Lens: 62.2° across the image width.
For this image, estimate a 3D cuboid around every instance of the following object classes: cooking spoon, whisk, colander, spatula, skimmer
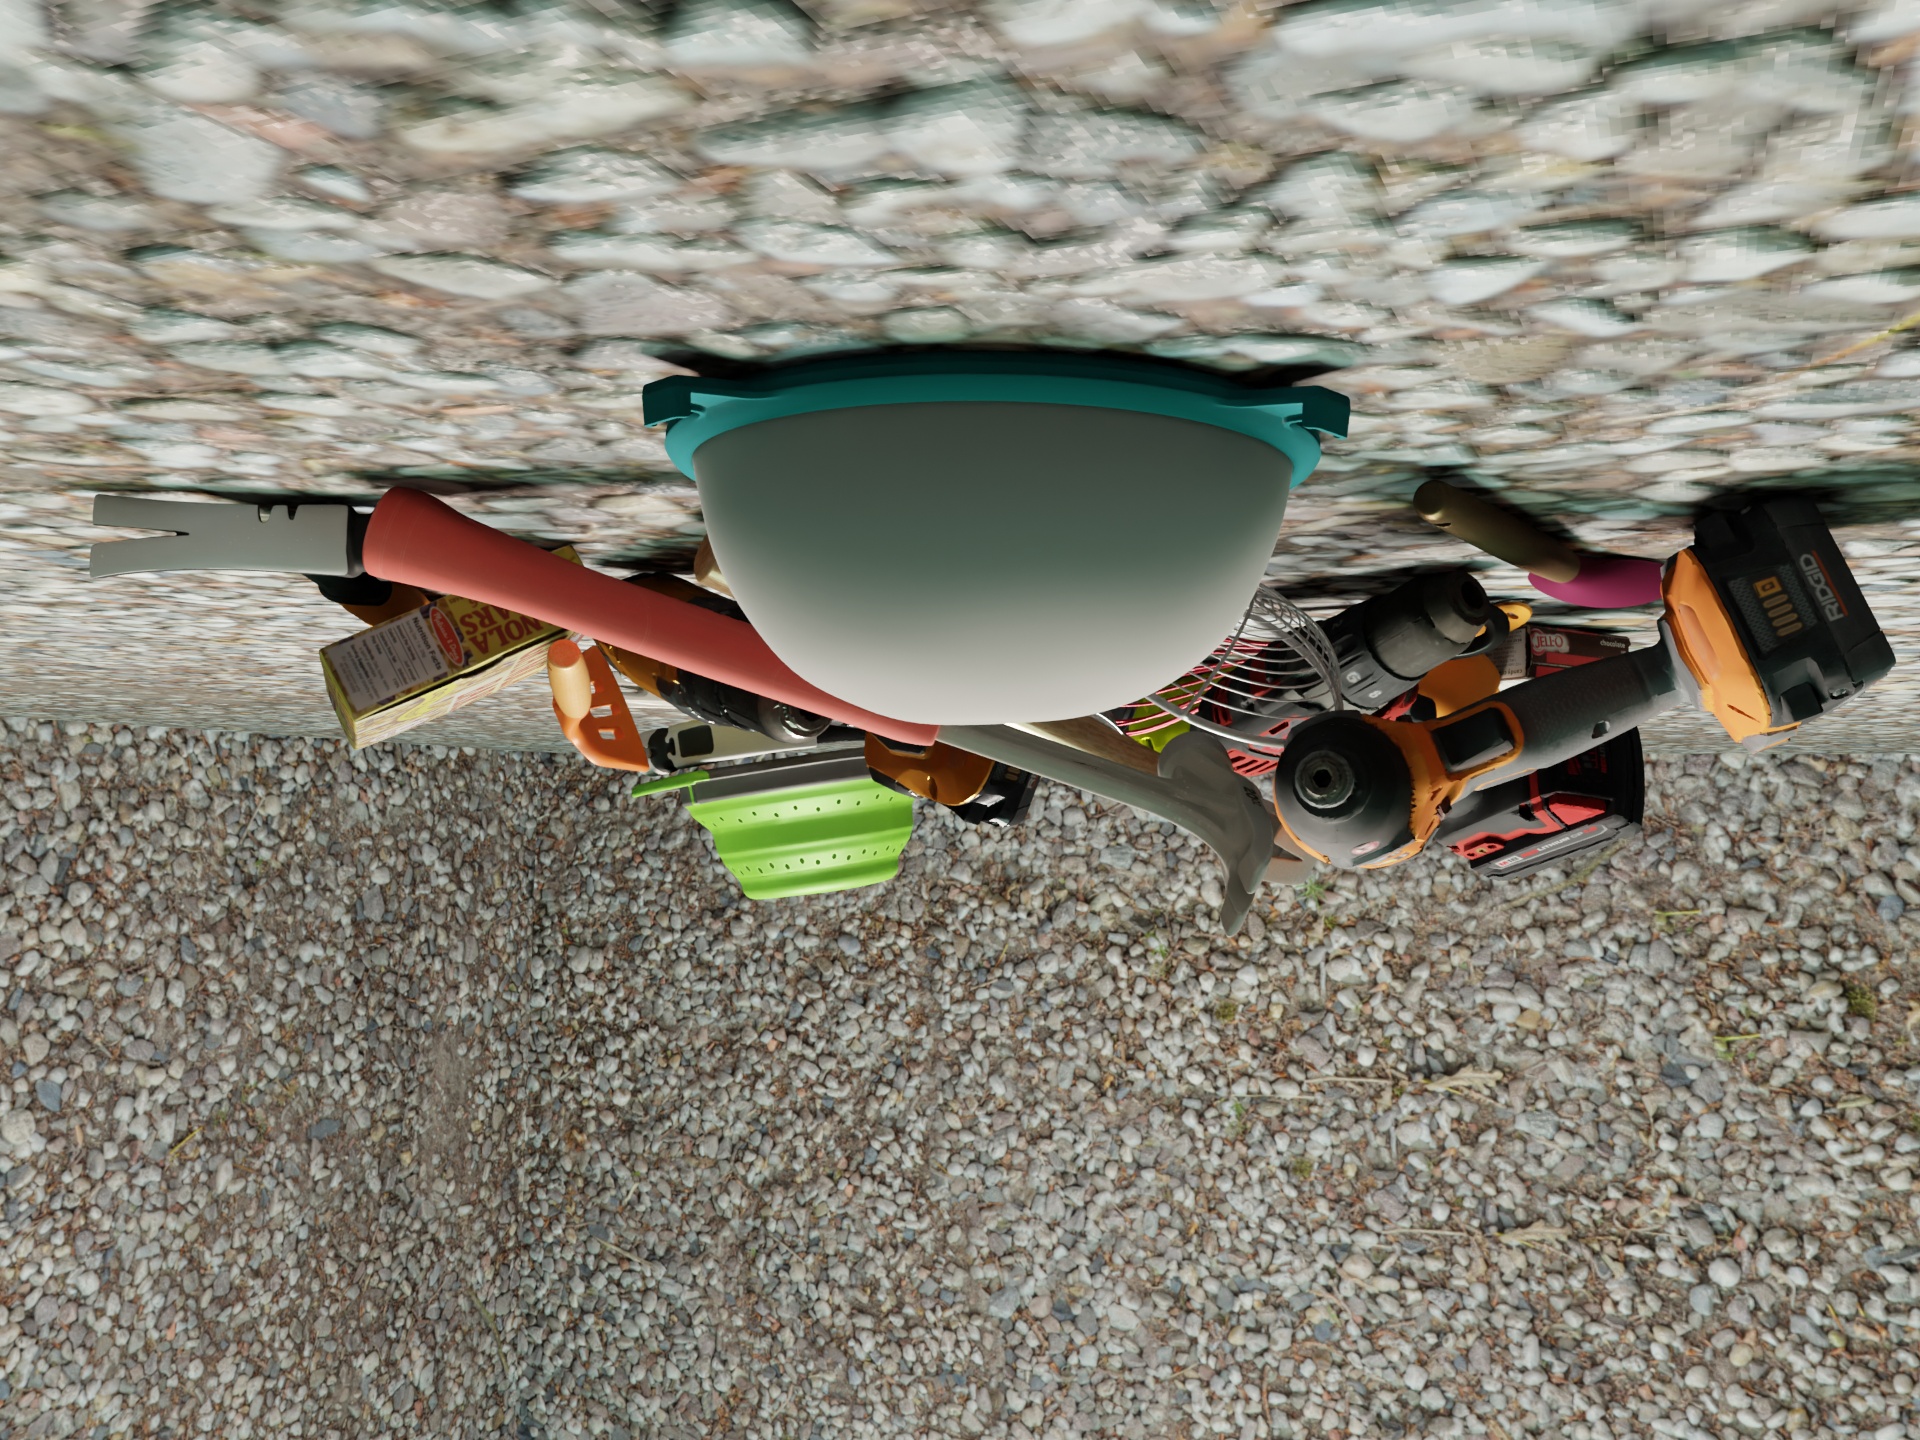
[{"bbox_3d":[0.251,-0.069,0.680,0.069,0.017,0.318,-2,176,34],"label":"cooking spoon"},{"bbox_3d":[0.176,-0.036,0.944,0.296,0.073,0.073,-8,172,34],"label":"whisk"},{"bbox_3d":[-0.038,0.067,1.174,0.397,0.094,0.204,-6,176,-35],"label":"colander"},{"bbox_3d":[-0.182,-0.015,0.786,0.041,0.081,0.322,-23,180,-13],"label":"spatula"},{"bbox_3d":[0.066,-0.025,0.869,0.127,0.090,0.363,3,176,-25],"label":"skimmer"}]

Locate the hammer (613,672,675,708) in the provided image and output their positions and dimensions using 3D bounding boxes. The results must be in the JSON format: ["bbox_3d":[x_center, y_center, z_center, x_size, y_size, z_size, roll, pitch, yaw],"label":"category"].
[{"bbox_3d":[-0.229,-0.036,1.245,0.146,0.038,0.410,3,176,-7],"label":"hammer"}]

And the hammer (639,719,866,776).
[{"bbox_3d":[-0.062,0.004,1.151,0.146,0.035,0.334,-12,175,40],"label":"hammer"}]

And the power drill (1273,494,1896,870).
[{"bbox_3d":[0.233,-0.003,0.630,0.226,0.084,0.164,-25,166,19],"label":"power drill"}]

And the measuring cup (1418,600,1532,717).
[{"bbox_3d":[0.286,-0.025,0.940,0.095,0.052,0.173,27,166,-1],"label":"measuring cup"}]

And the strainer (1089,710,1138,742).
[{"bbox_3d":[-0.002,-0.003,0.969,0.258,0.050,0.086,6,147,11],"label":"strainer"}]

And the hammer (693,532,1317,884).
[{"bbox_3d":[0.032,-0.004,0.727,0.331,0.031,0.130,26,-173,-21],"label":"hammer"}]

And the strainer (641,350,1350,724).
[{"bbox_3d":[0.010,-0.041,0.582,0.211,0.095,0.340,1,175,0],"label":"strainer"}]

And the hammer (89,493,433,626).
[{"bbox_3d":[-0.308,-0.065,0.801,0.127,0.034,0.337,1,177,-7],"label":"hammer"}]

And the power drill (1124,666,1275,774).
[{"bbox_3d":[0.229,-0.004,1.150,0.171,0.080,0.223,-20,-174,-32],"label":"power drill"}]

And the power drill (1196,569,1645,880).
[{"bbox_3d":[0.266,0.001,0.859,0.226,0.080,0.188,21,149,-22],"label":"power drill"}]

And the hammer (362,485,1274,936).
[{"bbox_3d":[-0.056,-0.013,0.611,0.359,0.036,0.149,19,-164,-2],"label":"hammer"}]

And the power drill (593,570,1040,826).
[{"bbox_3d":[-0.054,-0.009,0.809,0.226,0.084,0.185,18,-177,-36],"label":"power drill"}]
